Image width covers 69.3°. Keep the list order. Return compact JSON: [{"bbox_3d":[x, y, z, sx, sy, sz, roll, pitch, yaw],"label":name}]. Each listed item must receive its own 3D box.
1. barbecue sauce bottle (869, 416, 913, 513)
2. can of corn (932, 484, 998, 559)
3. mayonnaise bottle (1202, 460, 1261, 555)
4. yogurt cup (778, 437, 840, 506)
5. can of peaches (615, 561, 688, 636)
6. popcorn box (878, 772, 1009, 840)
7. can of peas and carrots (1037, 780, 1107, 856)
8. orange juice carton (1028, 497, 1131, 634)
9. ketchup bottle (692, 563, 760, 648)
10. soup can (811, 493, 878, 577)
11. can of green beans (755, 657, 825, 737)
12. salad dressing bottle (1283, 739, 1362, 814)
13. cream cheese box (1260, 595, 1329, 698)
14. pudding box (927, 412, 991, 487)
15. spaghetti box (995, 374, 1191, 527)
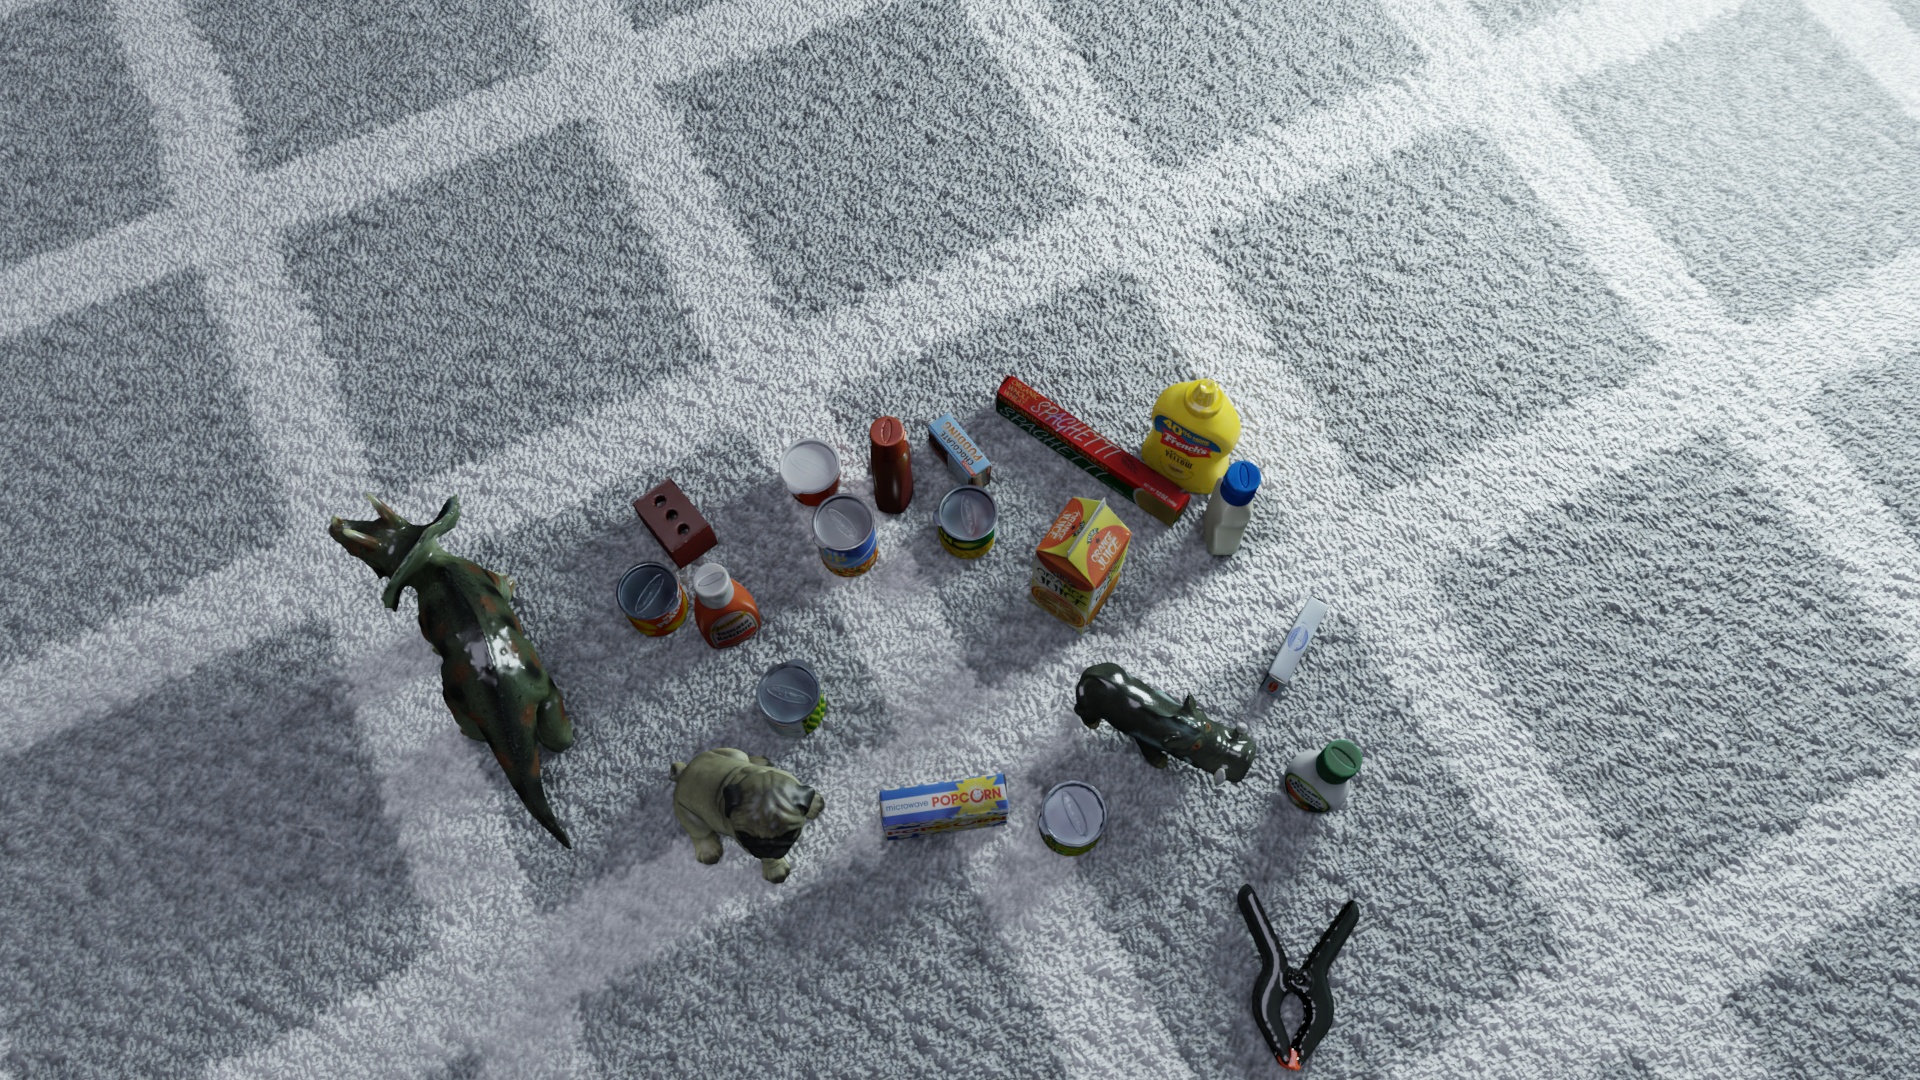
[{"bbox_3d":[-0.075,-0.085,1.498,0.044,0.148,0.065,4,67,2],"label":"barbecue sauce bottle"},{"bbox_3d":[0.005,-0.019,1.519,0.071,0.058,0.071,0,67,0],"label":"can of corn"},{"bbox_3d":[0.289,-0.037,1.478,0.041,0.147,0.065,-1,67,0],"label":"mayonnaise bottle"},{"bbox_3d":[-0.165,-0.073,1.544,0.072,0.053,0.072,0,67,0],"label":"yogurt cup"},{"bbox_3d":[-0.326,0.065,1.483,0.071,0.058,0.071,0,67,0],"label":"can of peaches"},{"bbox_3d":[-0.016,0.266,1.383,0.127,0.085,0.038,-7,68,-3],"label":"popcorn box"},{"bbox_3d":[0.110,0.280,1.391,0.071,0.058,0.071,0,67,0],"label":"can of peas and carrots"},{"bbox_3d":[0.122,0.021,1.429,0.073,0.192,0.072,32,71,13],"label":"orange juice carton"},{"bbox_3d":[-0.247,0.066,1.434,0.065,0.148,0.043,-25,70,-10],"label":"ketchup bottle"},{"bbox_3d":[-0.125,-0.003,1.498,0.071,0.083,0.071,0,67,0],"label":"soup can"},{"bbox_3d":[-0.175,0.166,1.440,0.071,0.057,0.071,0,67,0],"label":"can of green beans"},{"bbox_3d":[0.358,0.230,1.364,0.044,0.147,0.064,-42,73,-16],"label":"salad dressing bottle"},{"bbox_3d":[0.352,0.112,1.466,0.024,0.053,0.104,29,70,12],"label":"cream cheese box"},{"bbox_3d":[-0.002,-0.097,1.557,0.030,0.049,0.084,-34,71,-13],"label":"pudding box"},{"bbox_3d":[0.145,-0.101,1.559,0.250,0.050,0.029,35,72,14],"label":"spaghetti box"}]
